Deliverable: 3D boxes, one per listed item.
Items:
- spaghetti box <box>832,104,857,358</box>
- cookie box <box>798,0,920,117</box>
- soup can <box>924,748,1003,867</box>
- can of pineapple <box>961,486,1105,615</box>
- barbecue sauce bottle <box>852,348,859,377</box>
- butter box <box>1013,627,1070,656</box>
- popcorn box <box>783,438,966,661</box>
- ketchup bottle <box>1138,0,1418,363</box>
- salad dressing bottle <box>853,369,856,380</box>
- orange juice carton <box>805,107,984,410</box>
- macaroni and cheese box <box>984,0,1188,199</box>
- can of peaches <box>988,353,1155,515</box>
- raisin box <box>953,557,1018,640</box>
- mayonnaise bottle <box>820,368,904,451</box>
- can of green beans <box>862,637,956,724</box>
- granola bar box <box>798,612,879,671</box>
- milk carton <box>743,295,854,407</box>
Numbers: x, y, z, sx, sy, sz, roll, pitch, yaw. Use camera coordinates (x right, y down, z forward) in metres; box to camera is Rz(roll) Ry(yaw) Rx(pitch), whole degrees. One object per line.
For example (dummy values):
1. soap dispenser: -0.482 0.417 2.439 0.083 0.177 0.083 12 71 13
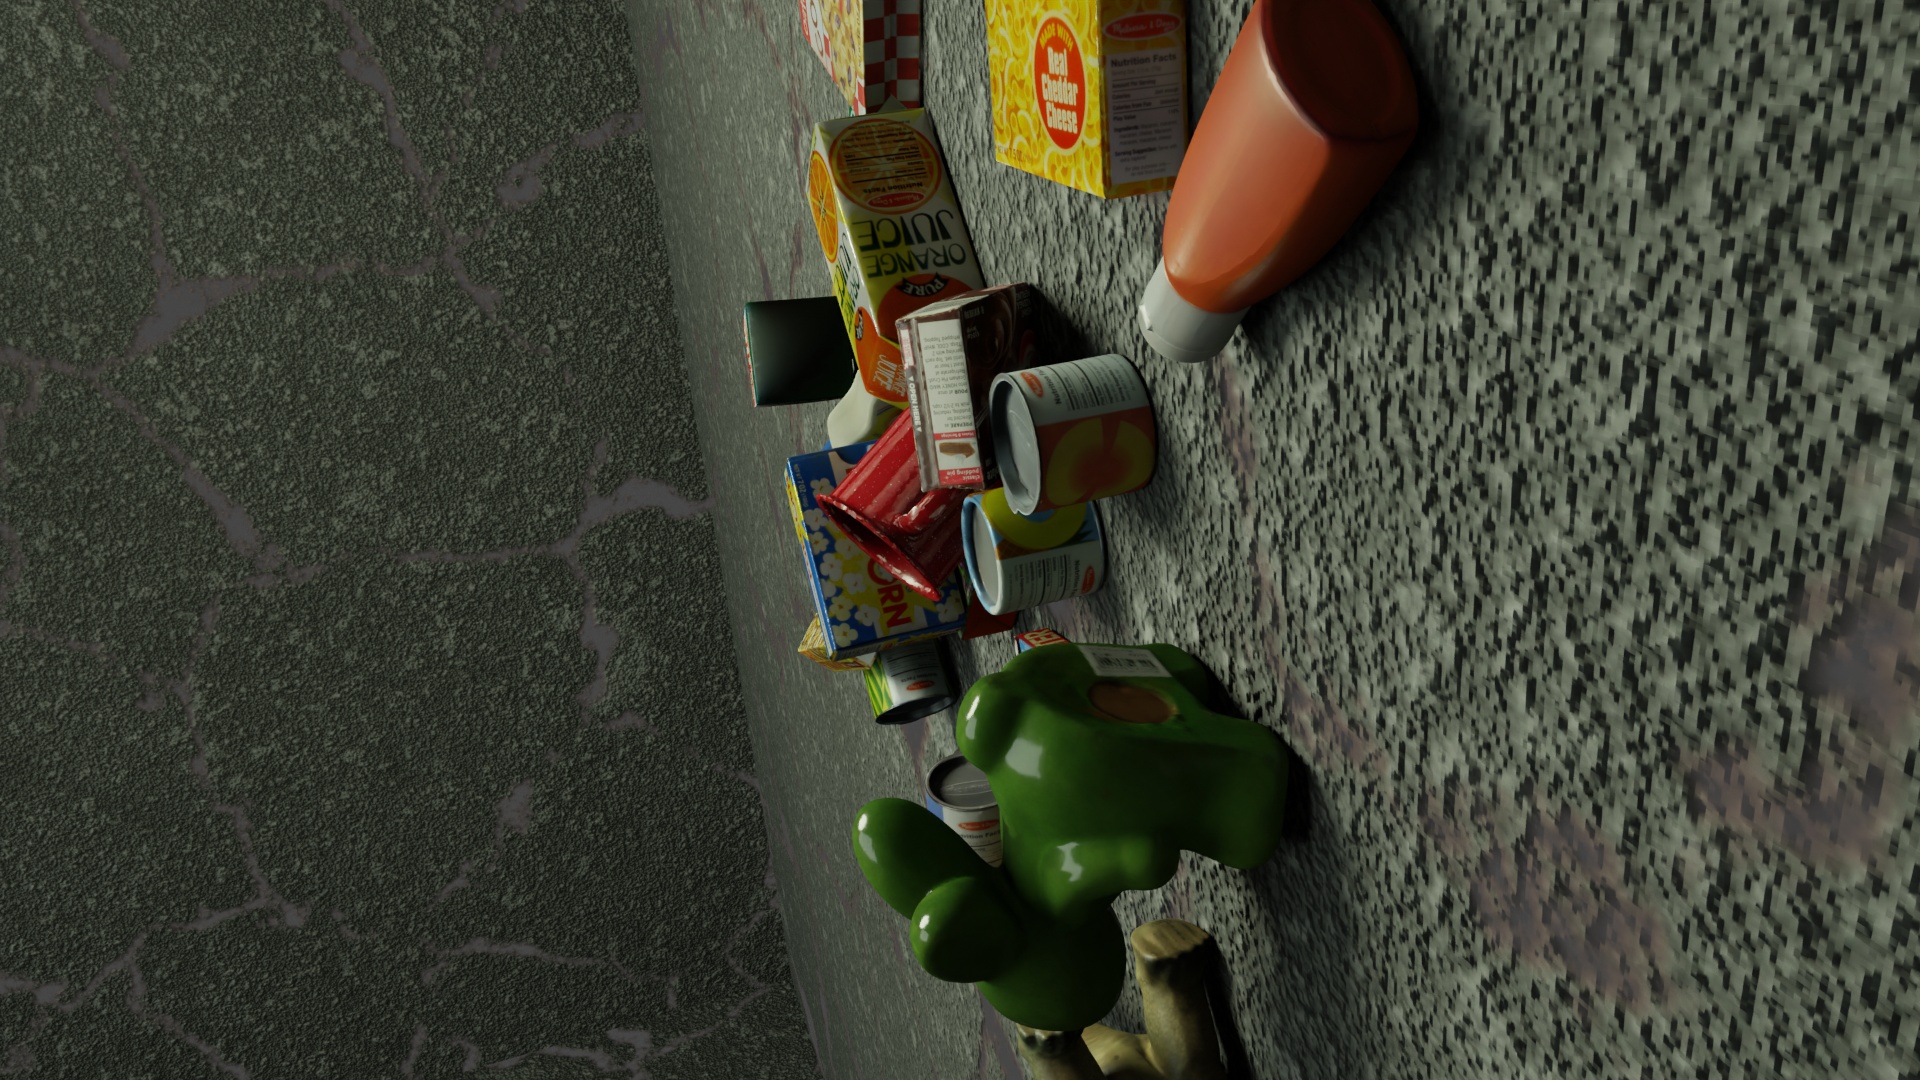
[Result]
1. spaghetti box: -0.069 -0.222 1.015 0.248 0.029 0.050 107 147 -62
2. cookie box: -0.069 -0.356 0.884 0.168 0.040 0.122 -117 21 -46
3. soup can: 0.011 0.198 0.972 0.071 0.071 0.083 -127 29 -58
4. can of pineapple: 0.037 0.001 0.733 0.071 0.058 0.071 170 89 -76
5. barbecue sauce bottle: -0.052 -0.116 1.004 0.064 0.044 0.148 160 98 -68
6. butter box: 0.060 0.087 0.781 0.103 0.024 0.053 -151 50 -72
7. popcorn box: -0.054 0.004 0.865 0.038 0.085 0.127 127 129 -71
8. ketchup bottle: 0.095 -0.109 0.456 0.148 0.043 0.065 114 143 -66
9. salad dressing bottle: -0.069 -0.082 1.100 0.146 0.044 0.064 98 161 -49
10. orange juice carton: -0.034 -0.160 0.844 0.071 0.073 0.193 117 138 -66
11. macaroni and cheese box: 0.045 -0.230 0.554 0.124 0.040 0.165 -133 34 -62
12. can of peaches: 0.051 -0.048 0.642 0.071 0.058 0.071 169 89 -75
13. raisin box: 0.003 -0.011 0.889 0.085 0.040 0.124 100 153 -56
14. mayonnaise bottle: -0.056 -0.081 0.934 0.147 0.065 0.041 -47 59 50
15. can of green beans: -0.043 0.108 1.099 0.071 0.071 0.058 113 143 -65
16. granola bar box: -0.071 0.038 1.071 0.124 0.039 0.165 -62 9 -12
17. milk carton: -0.125 -0.140 1.056 0.190 0.072 0.073 -150 54 -80
